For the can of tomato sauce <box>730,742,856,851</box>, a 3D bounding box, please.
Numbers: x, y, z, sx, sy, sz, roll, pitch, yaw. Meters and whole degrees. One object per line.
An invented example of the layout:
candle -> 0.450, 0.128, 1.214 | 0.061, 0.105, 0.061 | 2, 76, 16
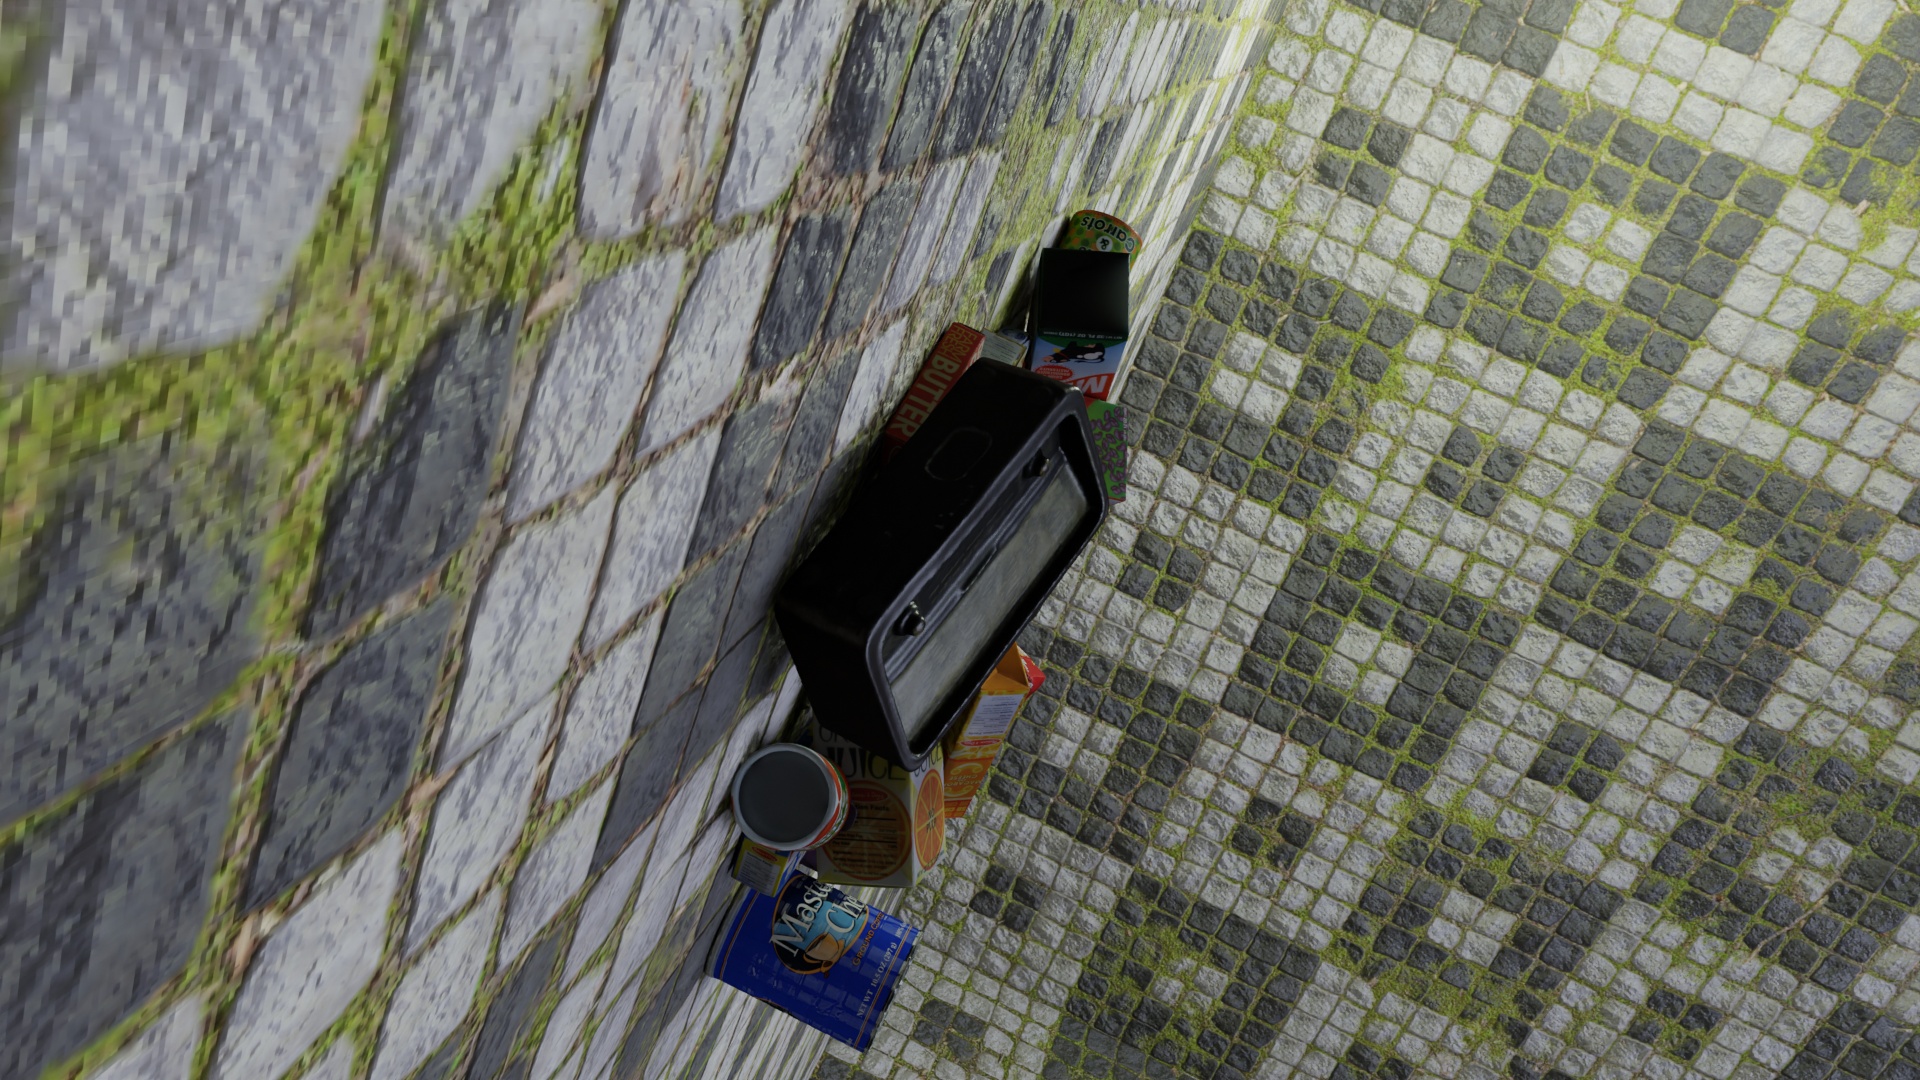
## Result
can of tomato sauce -> -0.105, 0.166, 0.885 | 0.083, 0.071, 0.071 | 82, 33, -77

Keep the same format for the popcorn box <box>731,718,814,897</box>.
popcorn box -> -0.116, 0.186, 1.011 | 0.127, 0.038, 0.084 | -53, 165, -62

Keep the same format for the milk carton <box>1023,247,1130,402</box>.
milk carton -> 0.093, -0.165, 1.157 | 0.190, 0.072, 0.073 | 99, -6, -73

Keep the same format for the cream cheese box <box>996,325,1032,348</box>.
cream cheese box -> 0.023, -0.115, 1.088 | 0.053, 0.024, 0.103 | -53, 166, -69

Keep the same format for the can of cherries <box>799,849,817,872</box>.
can of cherries -> -0.112, 0.226, 1.104 | 0.071, 0.058, 0.071 | -63, 173, -14

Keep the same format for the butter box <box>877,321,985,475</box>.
butter box -> -0.018, -0.084, 0.870 | 0.052, 0.024, 0.104 | 105, 12, -58

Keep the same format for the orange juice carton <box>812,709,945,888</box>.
orange juice carton -> -0.057, 0.135, 0.960 | 0.072, 0.073, 0.192 | -13, 101, -73

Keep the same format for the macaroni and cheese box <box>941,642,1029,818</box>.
macaroni and cheese box -> -0.004, 0.110, 1.027 | 0.165, 0.040, 0.124 | 112, -28, -44

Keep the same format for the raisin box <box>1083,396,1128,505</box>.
raisin box -> 0.080, -0.080, 1.156 | 0.040, 0.123, 0.086 | -13, -109, 54

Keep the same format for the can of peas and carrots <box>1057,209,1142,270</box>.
can of peas and carrots -> 0.114, -0.239, 1.173 | 0.071, 0.071, 0.059 | 83, 32, -78

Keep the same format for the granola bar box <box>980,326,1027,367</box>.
granola bar box -> -0.007, -0.053, 1.004 | 0.125, 0.039, 0.164 | -58, 170, -46
